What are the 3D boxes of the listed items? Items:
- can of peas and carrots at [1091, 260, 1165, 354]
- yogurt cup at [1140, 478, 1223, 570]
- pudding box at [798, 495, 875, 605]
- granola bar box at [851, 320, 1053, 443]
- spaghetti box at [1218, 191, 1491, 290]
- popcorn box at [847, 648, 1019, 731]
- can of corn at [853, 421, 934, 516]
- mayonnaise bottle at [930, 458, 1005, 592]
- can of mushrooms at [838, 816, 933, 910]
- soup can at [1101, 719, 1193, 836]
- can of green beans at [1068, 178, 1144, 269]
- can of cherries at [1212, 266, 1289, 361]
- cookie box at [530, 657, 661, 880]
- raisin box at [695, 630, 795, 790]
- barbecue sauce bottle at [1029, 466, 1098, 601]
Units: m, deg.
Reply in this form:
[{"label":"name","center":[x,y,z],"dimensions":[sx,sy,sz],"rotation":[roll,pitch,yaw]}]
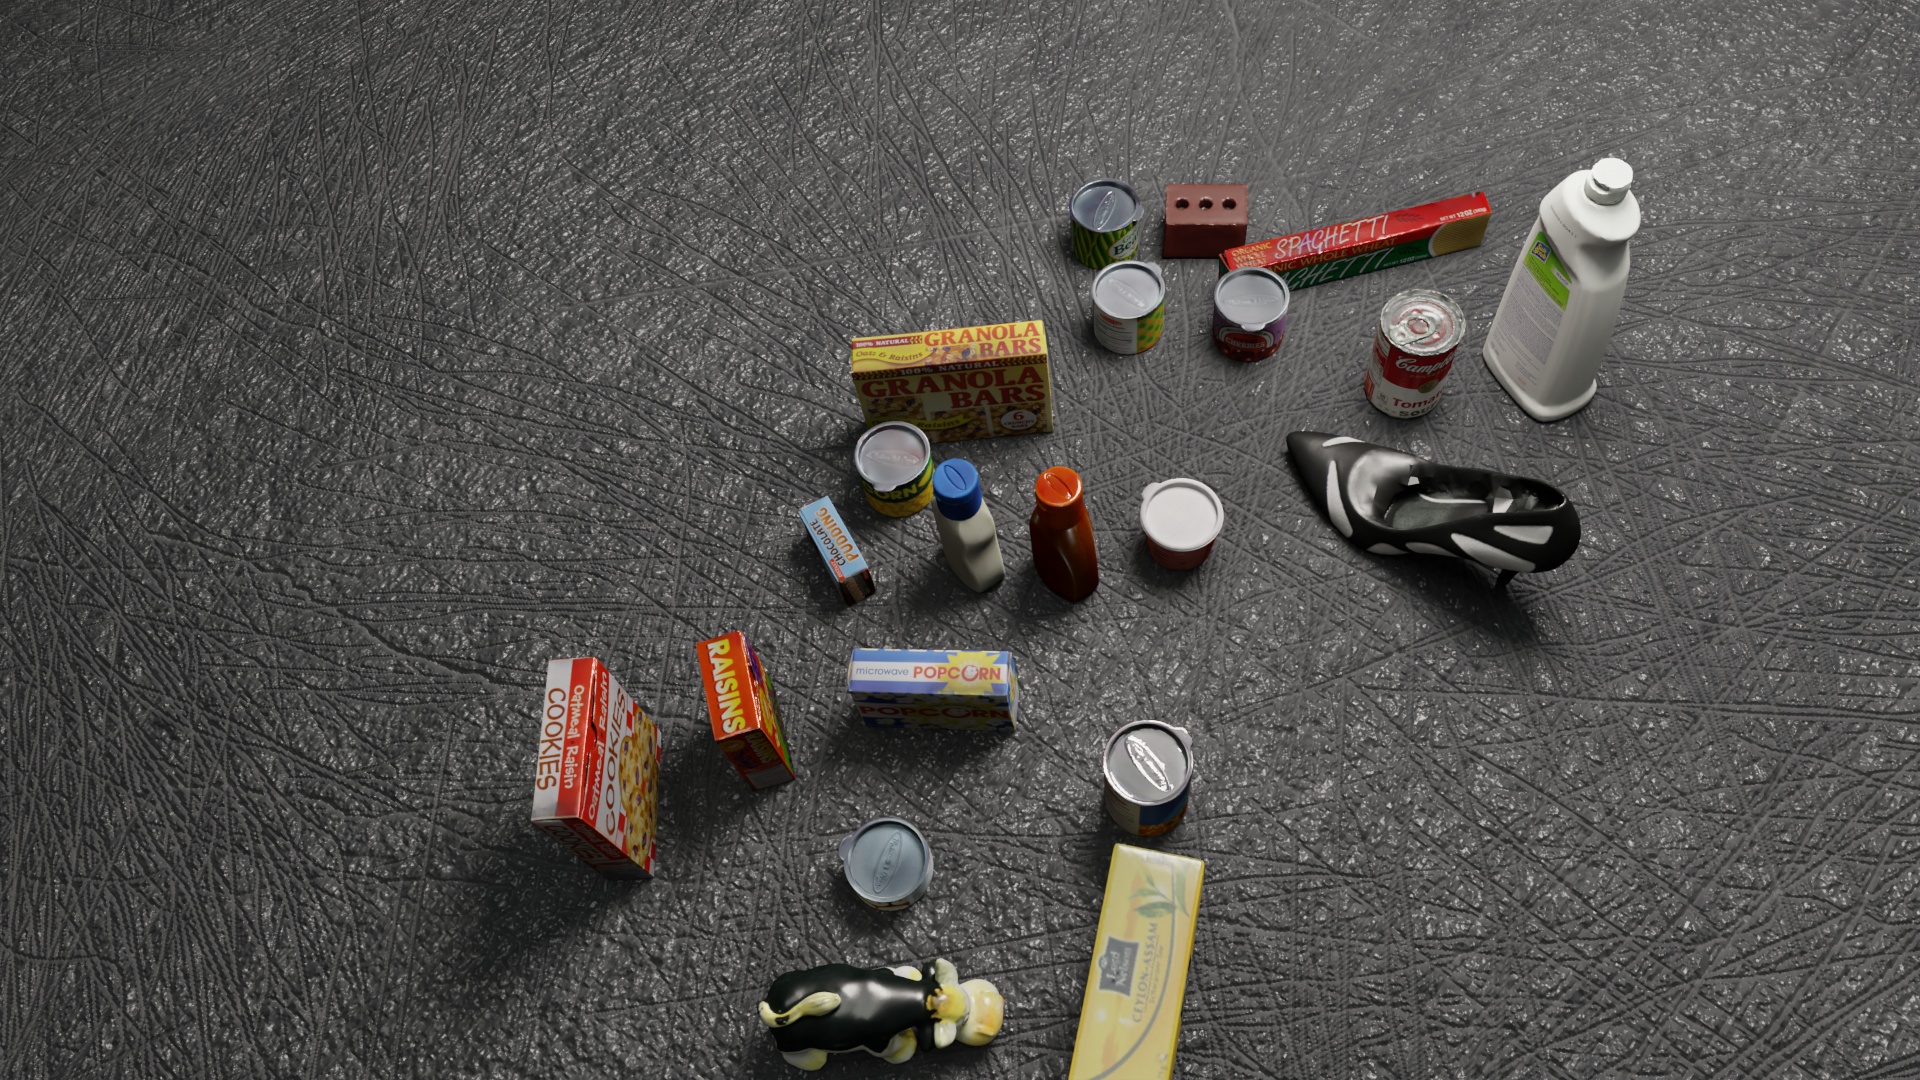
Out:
[{"label":"can of peas and carrots","center":[0.156,-0.216,1.278],"dimensions":[0.071,0.058,0.071],"rotation":[-3,62,5]},{"label":"yogurt cup","center":[0.185,-0.010,1.167],"dimensions":[0.072,0.053,0.073],"rotation":[-3,62,5]},{"label":"pudding box","center":[-0.106,0.009,1.194],"dimensions":[0.030,0.049,0.084],"rotation":[-28,62,-8]},{"label":"granola bar box","center":[-0.004,-0.136,1.217],"dimensions":[0.165,0.123,0.039],"rotation":[-5,62,4]},{"label":"spaghetti box","center":[0.363,-0.271,1.289],"dimensions":[0.250,0.050,0.029],"rotation":[-13,61,-1]},{"label":"popcorn box","center":[-0.020,0.119,1.104],"dimensions":[0.127,0.085,0.038],"rotation":[1,62,7]},{"label":"can of corn","center":[-0.057,-0.060,1.220],"dimensions":[0.071,0.058,0.071],"rotation":[-3,62,5]},{"label":"mayonnaise bottle","center":[0.004,-0.014,1.137],"dimensions":[0.041,0.147,0.065],"rotation":[-33,63,-11]},{"label":"can of mushrooms","center":[-0.057,0.248,1.068],"dimensions":[0.071,0.033,0.071],"rotation":[-3,62,5]},{"label":"soup can","center":[0.144,0.180,1.052],"dimensions":[0.071,0.083,0.071],"rotation":[-3,62,5]},{"label":"can of green beans","center":[0.138,-0.302,1.328],"dimensions":[0.071,0.057,0.071],"rotation":[-3,62,5]},{"label":"can of cherries","center":[0.261,-0.202,1.259],"dimensions":[0.071,0.058,0.072],"rotation":[-3,62,5]},{"label":"cookie box","center":[-0.271,0.177,1.056],"dimensions":[0.040,0.166,0.123],"rotation":[-5,62,4]},{"label":"raisin box","center":[-0.167,0.136,1.091],"dimensions":[0.040,0.123,0.086],"rotation":[-16,61,-2]},{"label":"barbecue sauce bottle","center":[0.082,-0.007,1.124],"dimensions":[0.044,0.148,0.065],"rotation":[-36,64,-12]}]
